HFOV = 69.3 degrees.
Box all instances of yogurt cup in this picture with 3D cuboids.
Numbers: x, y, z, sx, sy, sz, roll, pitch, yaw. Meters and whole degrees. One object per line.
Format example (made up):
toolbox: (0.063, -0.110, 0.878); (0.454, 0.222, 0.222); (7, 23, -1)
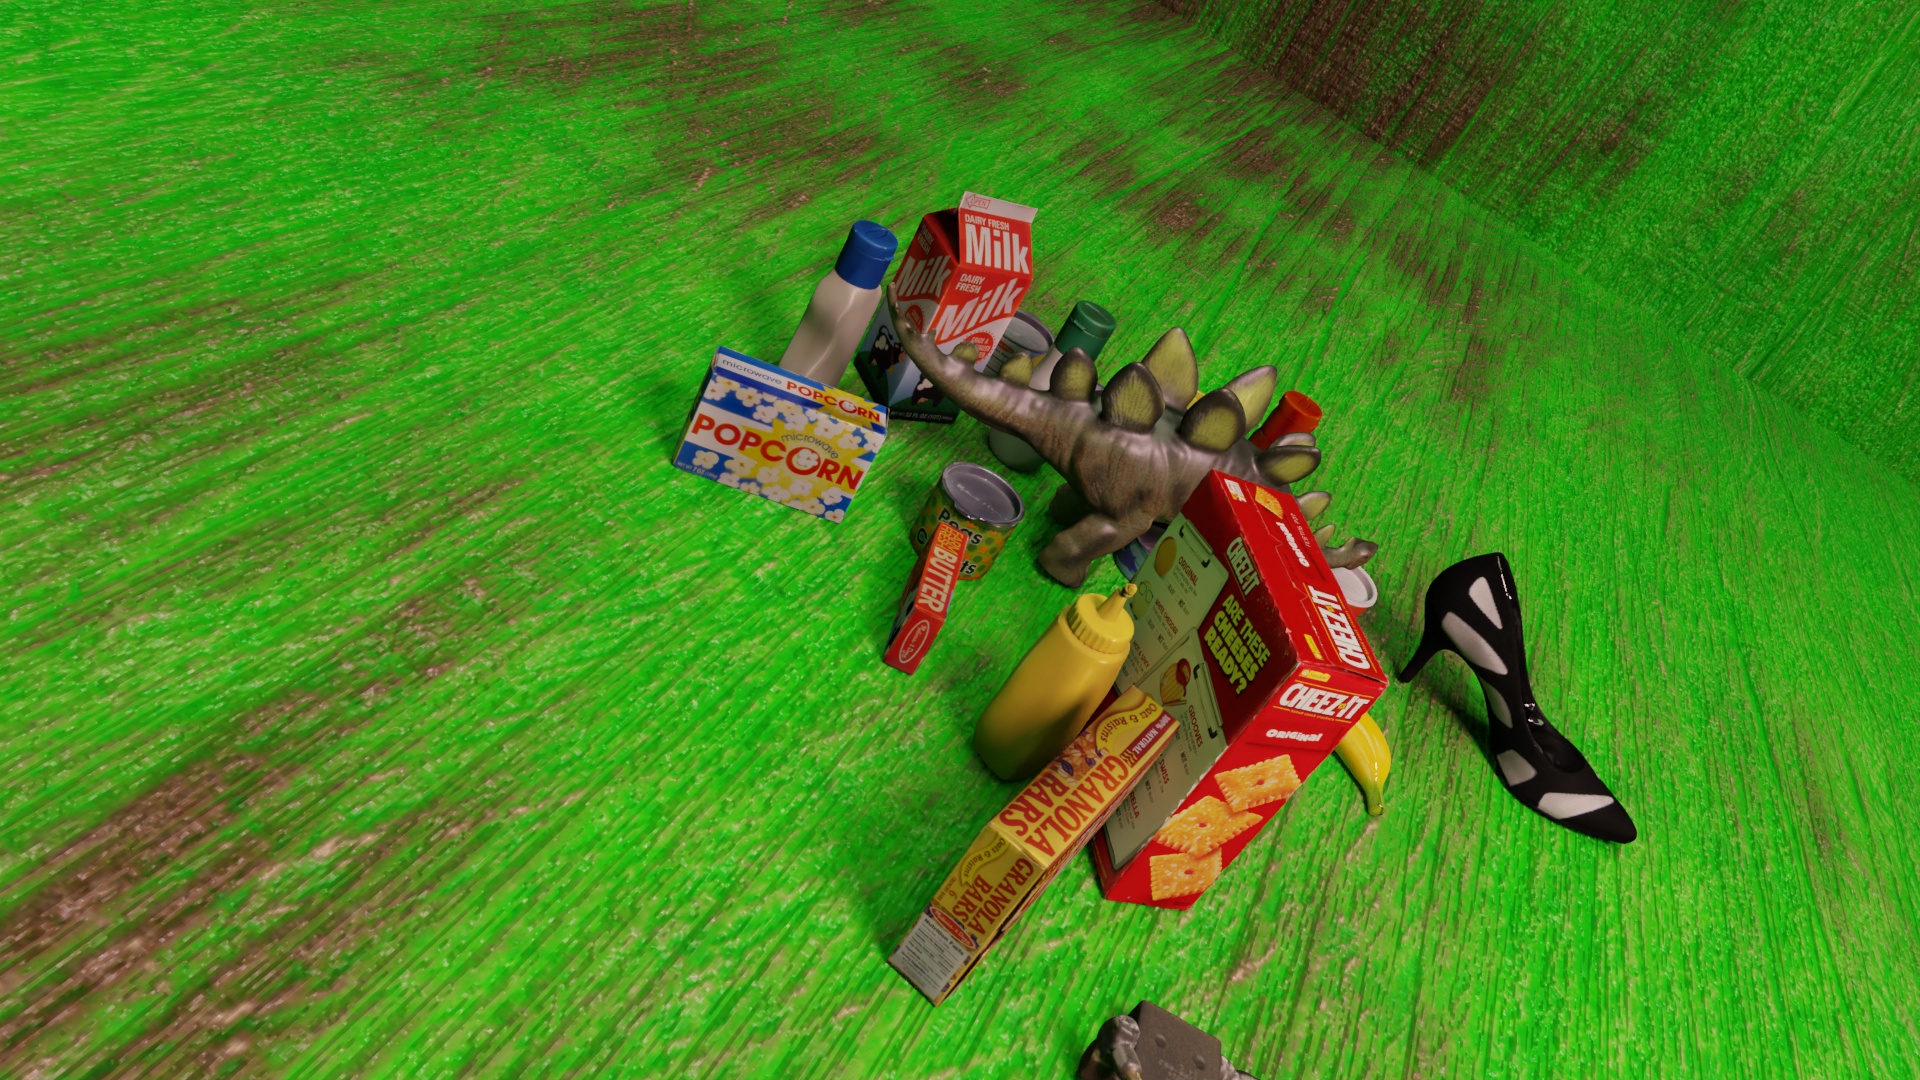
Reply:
yogurt cup: (0.304, 0.047, 1.161); (0.072, 0.053, 0.073); (21, 35, -15)

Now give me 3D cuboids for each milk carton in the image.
milk carton: (-0.008, -0.189, 1.100); (0.072, 0.189, 0.074); (3, 43, -36)

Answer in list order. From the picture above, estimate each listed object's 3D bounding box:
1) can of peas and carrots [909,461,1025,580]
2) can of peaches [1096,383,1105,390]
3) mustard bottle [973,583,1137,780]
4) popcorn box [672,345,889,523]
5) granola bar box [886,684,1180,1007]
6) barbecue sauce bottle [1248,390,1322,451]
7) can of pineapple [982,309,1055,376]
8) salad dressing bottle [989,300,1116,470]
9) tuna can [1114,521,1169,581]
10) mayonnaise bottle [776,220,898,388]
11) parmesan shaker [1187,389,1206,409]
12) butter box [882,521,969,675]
can of peas and carrots: (0.004, -0.013, 1.000); (0.071, 0.058, 0.071); (21, 35, -15)
can of peaches: (0.098, -0.102, 1.189); (0.071, 0.057, 0.071); (21, 35, -15)
mustard bottle: (0.065, 0.079, 0.838); (0.065, 0.159, 0.049); (-15, 55, -48)
popcorn box: (-0.123, -0.072, 0.954); (0.127, 0.084, 0.038); (19, 35, -17)
granola bar box: (0.043, 0.161, 0.748); (0.039, 0.123, 0.166); (40, 35, 13)
barbecue sauce bottle: (0.248, -0.058, 1.168); (0.044, 0.147, 0.065); (39, 34, 11)
can of pineapple: (0.044, -0.165, 1.230); (0.071, 0.057, 0.071); (21, 35, -15)
salad dressing bottle: (0.075, -0.124, 1.120); (0.064, 0.147, 0.044); (46, 36, 21)
tuna can: (0.160, 0.015, 1.109); (0.071, 0.032, 0.071); (21, 35, -15)
mayonnaise bottle: (-0.093, -0.171, 1.050); (0.041, 0.147, 0.065); (39, 34, 12)
parmesan shaker: (0.173, -0.072, 1.169); (0.071, 0.102, 0.072); (21, 35, -15)
butter box: (-0.022, 0.037, 0.921); (0.024, 0.053, 0.104); (26, 34, -7)
